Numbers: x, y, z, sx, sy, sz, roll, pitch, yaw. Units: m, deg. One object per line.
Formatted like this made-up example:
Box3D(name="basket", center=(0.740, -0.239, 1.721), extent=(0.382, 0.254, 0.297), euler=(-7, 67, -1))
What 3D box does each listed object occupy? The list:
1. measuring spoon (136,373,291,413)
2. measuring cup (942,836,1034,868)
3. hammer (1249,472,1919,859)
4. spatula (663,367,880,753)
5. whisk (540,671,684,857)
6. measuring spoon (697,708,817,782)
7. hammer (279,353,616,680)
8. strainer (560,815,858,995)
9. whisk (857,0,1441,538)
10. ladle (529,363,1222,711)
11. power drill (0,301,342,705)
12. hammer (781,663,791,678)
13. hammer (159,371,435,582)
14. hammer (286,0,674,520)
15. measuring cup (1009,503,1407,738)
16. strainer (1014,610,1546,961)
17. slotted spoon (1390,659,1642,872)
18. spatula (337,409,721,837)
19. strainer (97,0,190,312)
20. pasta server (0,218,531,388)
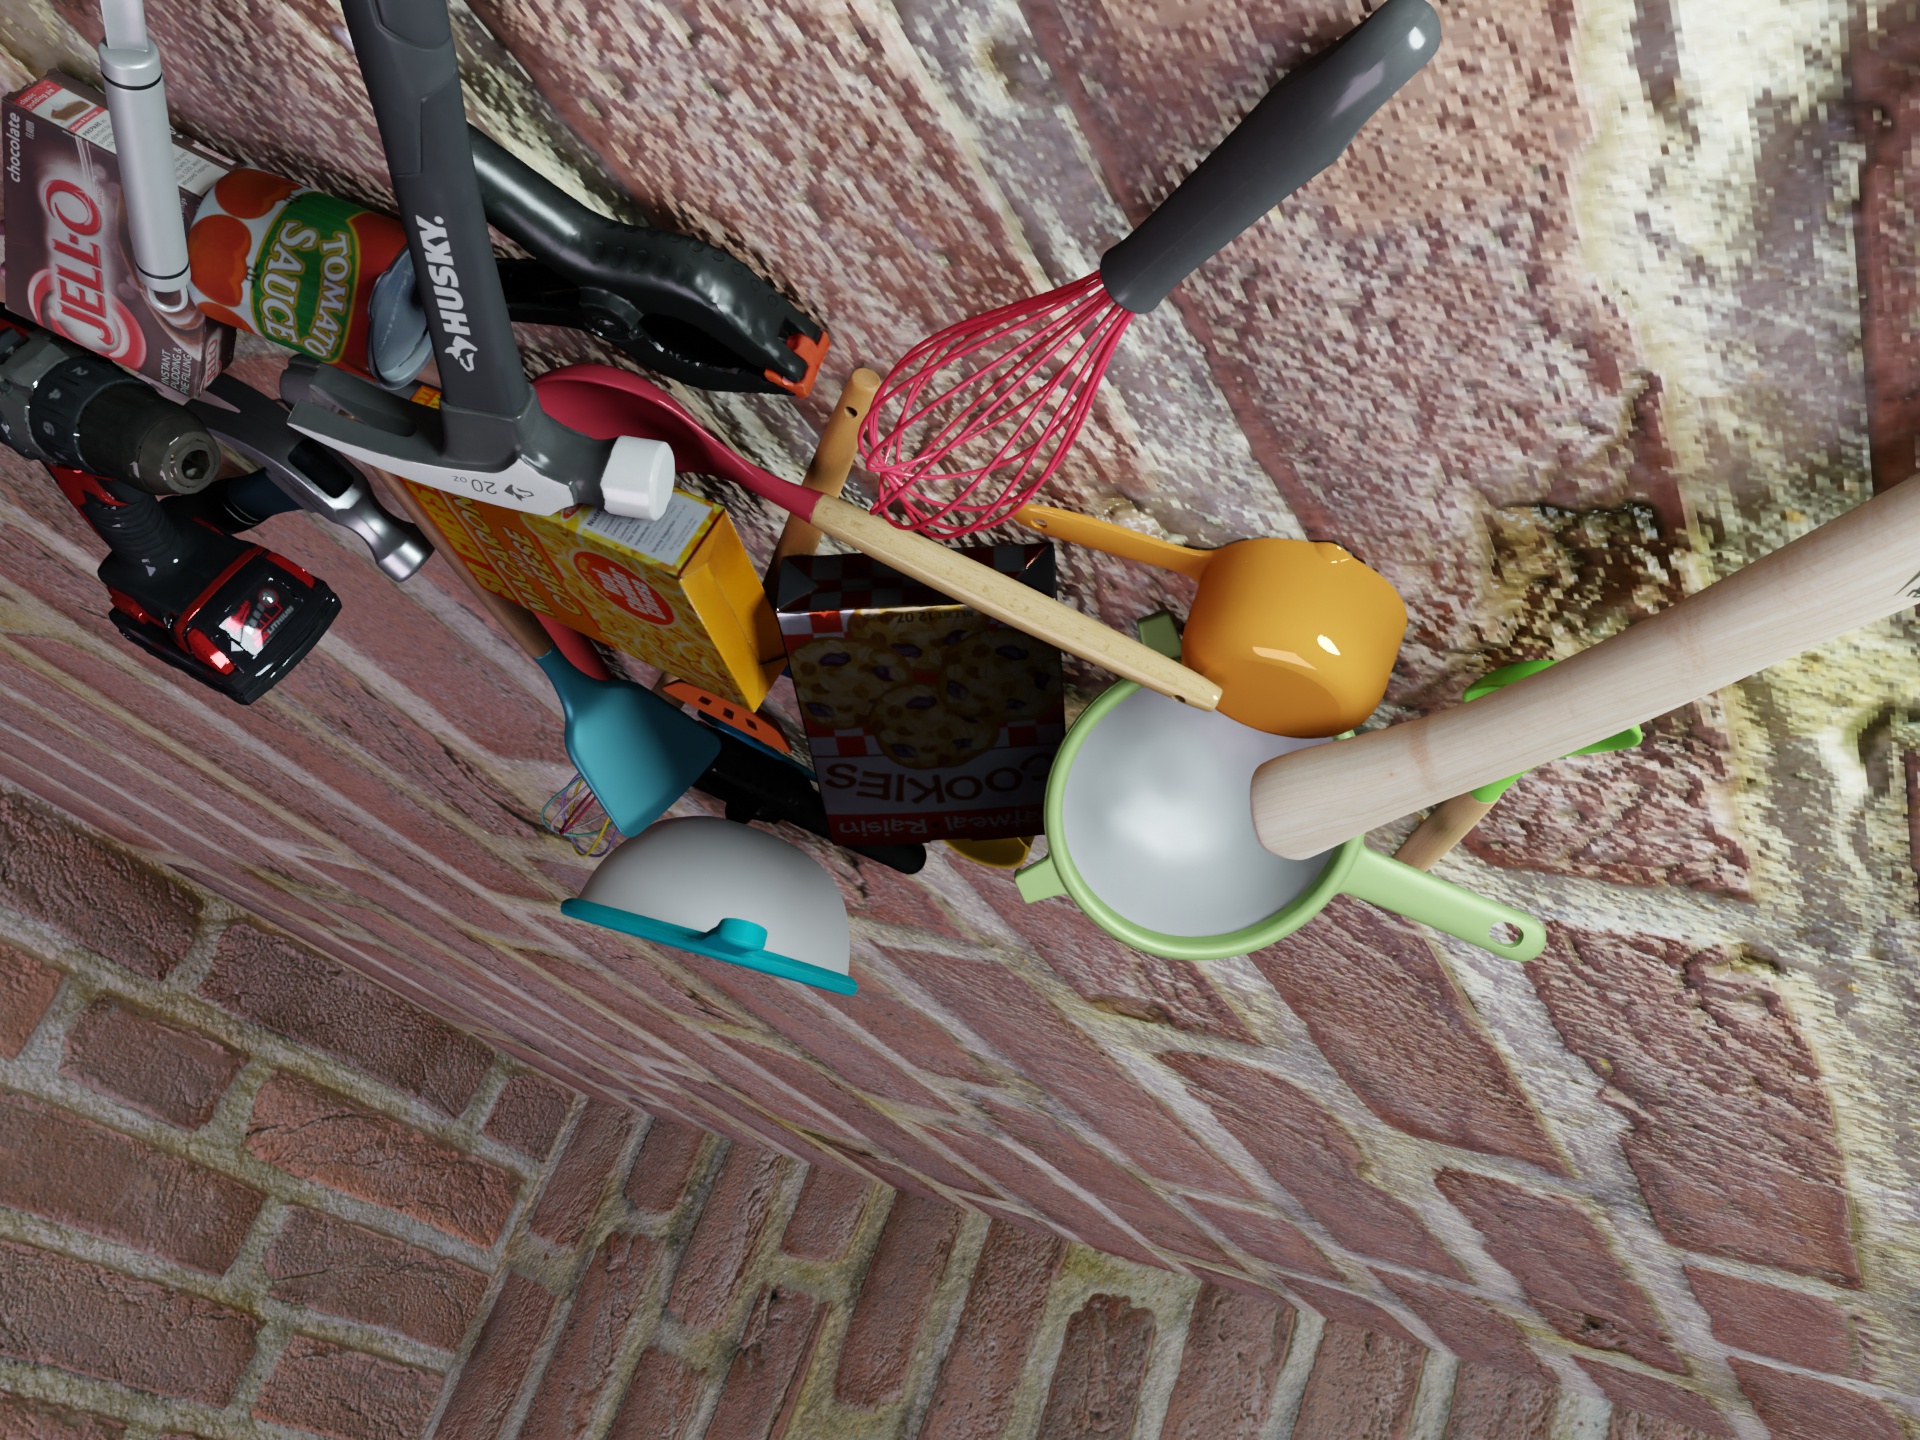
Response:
Box3D(name="measuring spoon", center=(-0.407, -0.169, 0.878), extent=(0.124, 0.018, 0.034), euler=(17, 157, 13))
Box3D(name="measuring cup", center=(0.004, 0.023, 0.847), extent=(0.062, 0.029, 0.156), euler=(10, 143, 25))
Box3D(name="hammer", center=(0.249, -0.019, 0.532), extent=(0.146, 0.038, 0.410), euler=(29, 148, -18))
Box3D(name="spatula", center=(-0.087, -0.063, 0.765), extent=(0.081, 0.041, 0.322), euler=(27, 144, -5))
Box3D(name="whisk", center=(-0.215, 0.018, 1.023), extent=(0.051, 0.047, 0.245), euler=(27, 138, -16))
Box3D(name="measuring spoon", center=(-0.122, 0.012, 1.033), extent=(0.042, 0.021, 0.128), euler=(13, 165, 34))
Box3D(name="hammer", center=(-0.243, -0.076, 0.915), extent=(0.149, 0.037, 0.358), euler=(16, 156, 15))
Box3D(name="strainer", center=(-0.148, 0.110, 1.043), extent=(0.211, 0.095, 0.340), euler=(18, 168, -10))
Box3D(name="whisk", center=(0.044, -0.132, 0.514), extent=(0.073, 0.073, 0.296), euler=(30, 151, -19))
Box3D(name="ladle", center=(-0.037, -0.076, 0.659), extent=(0.315, 0.031, 0.069), euler=(26, 162, 5))
Box3D(name="power drill", center=(-0.408, -0.106, 0.808), extent=(0.188, 0.080, 0.226), euler=(24, 154, 23))
Box3D(name="hammer", center=(-0.001, -0.003, 0.861), extent=(0.405, 0.035, 0.144), euler=(23, 157, -1))
Box3D(name="hammer", center=(-0.408, -0.124, 0.909), extent=(0.331, 0.033, 0.128), euler=(2, 141, 53))
Box3D(name="hammer", center=(-0.180, -0.195, 0.518), extent=(0.146, 0.035, 0.334), euler=(10, 144, 3))
Box3D(name="measuring cup", center=(0.096, -0.043, 0.662), extent=(0.173, 0.052, 0.095), euler=(19, 157, 3))
Box3D(name="strainer", center=(0.161, 0.053, 0.768), extent=(0.256, 0.151, 0.069), euler=(22, -166, -9))
Box3D(name="slotted spoon", center=(0.238, 0.039, 0.754), extent=(0.070, 0.031, 0.313), euler=(19, 159, 7))
Box3D(name="spatula", center=(-0.231, -0.052, 0.852), extent=(0.044, 0.082, 0.317), euler=(34, 163, 35))
Box3D(name="strainer", center=(-0.279, -0.228, 0.536), extent=(0.087, 0.050, 0.258), euler=(-4, 152, -22))
Box3D(name="pasta server", center=(-0.289, -0.175, 0.737), extent=(0.316, 0.040, 0.060), euler=(19, 133, 2))
